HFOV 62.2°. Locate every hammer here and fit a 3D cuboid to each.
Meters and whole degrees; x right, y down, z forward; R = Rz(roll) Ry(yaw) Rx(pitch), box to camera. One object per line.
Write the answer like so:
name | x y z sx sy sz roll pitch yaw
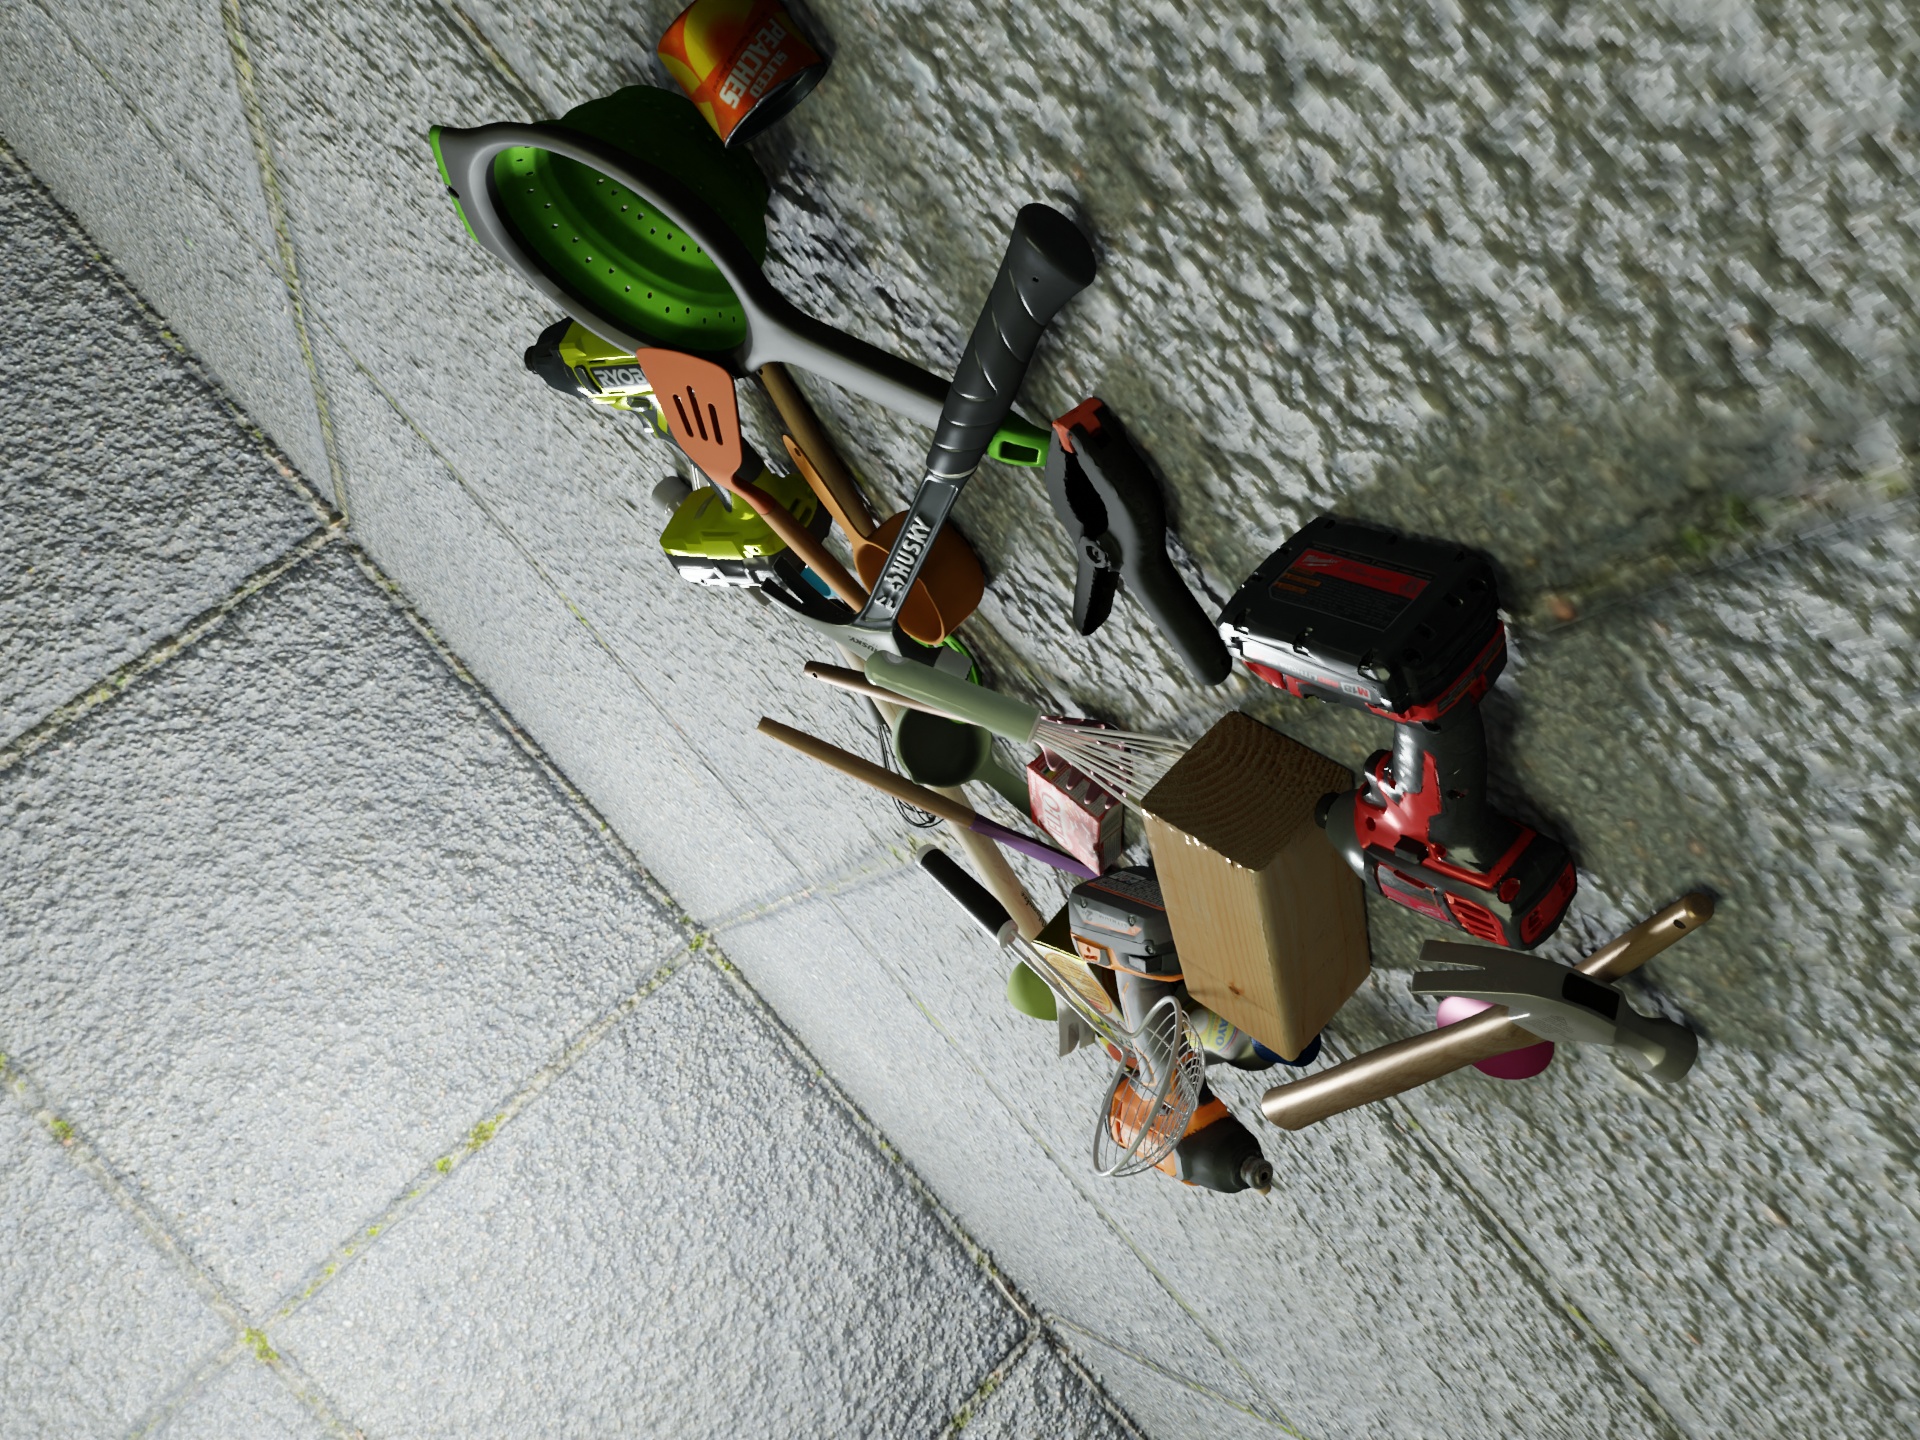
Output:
hammer | 0.266 0.200 0.938 0.130 0.031 0.331 28 151 -6
hammer | -0.014 -0.138 0.900 0.149 0.036 0.408 27 149 -3
hammer | 0.006 0.092 1.321 0.410 0.038 0.146 59 -167 -19
hammer | -0.201 -0.224 1.241 0.149 0.037 0.358 43 160 14

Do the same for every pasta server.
pasta server | -0.002 -0.004 1.159 0.316 0.040 0.060 16 130 36

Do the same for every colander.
colander | -0.108 -0.265 0.927 0.397 0.094 0.204 26 162 7

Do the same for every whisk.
whisk | -0.064 -0.004 1.359 0.055 0.055 0.238 21 142 51
whisk | 0.054 0.008 1.011 0.246 0.058 0.059 21 114 3

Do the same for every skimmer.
skimmer | 0.049 0.185 1.150 0.090 0.127 0.364 13 -162 -42

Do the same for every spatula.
spatula | -0.014 0.068 1.250 0.316 0.018 0.060 25 169 -9
spatula | -0.118 -0.144 1.100 0.081 0.041 0.322 19 166 31

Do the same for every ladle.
ladle | 0.170 0.337 1.491 0.320 0.078 0.062 45 121 -5

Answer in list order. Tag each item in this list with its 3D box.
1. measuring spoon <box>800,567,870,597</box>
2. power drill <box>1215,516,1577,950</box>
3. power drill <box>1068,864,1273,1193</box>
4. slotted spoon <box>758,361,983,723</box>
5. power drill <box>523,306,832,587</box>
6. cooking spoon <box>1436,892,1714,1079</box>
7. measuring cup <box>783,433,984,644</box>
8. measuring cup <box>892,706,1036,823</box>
measuring spoon | -0.079 -0.104 1.250 0.129 0.021 0.042 24 157 31
power drill | 0.213 0.013 0.779 0.143 0.078 0.219 25 153 48
power drill | 0.159 0.233 1.165 0.164 0.084 0.226 12 115 59
slotted spoon | -0.064 -0.131 1.147 0.070 0.031 0.313 0 127 51
power drill | -0.202 -0.200 1.147 0.171 0.080 0.223 4 143 33
cooking spoon | 0.328 0.149 0.869 0.069 0.017 0.318 41 159 14
measuring cup | -0.050 -0.134 1.076 0.173 0.052 0.095 53 160 -9
measuring cup | 0.018 0.040 1.254 0.167 0.083 0.038 37 172 -16
